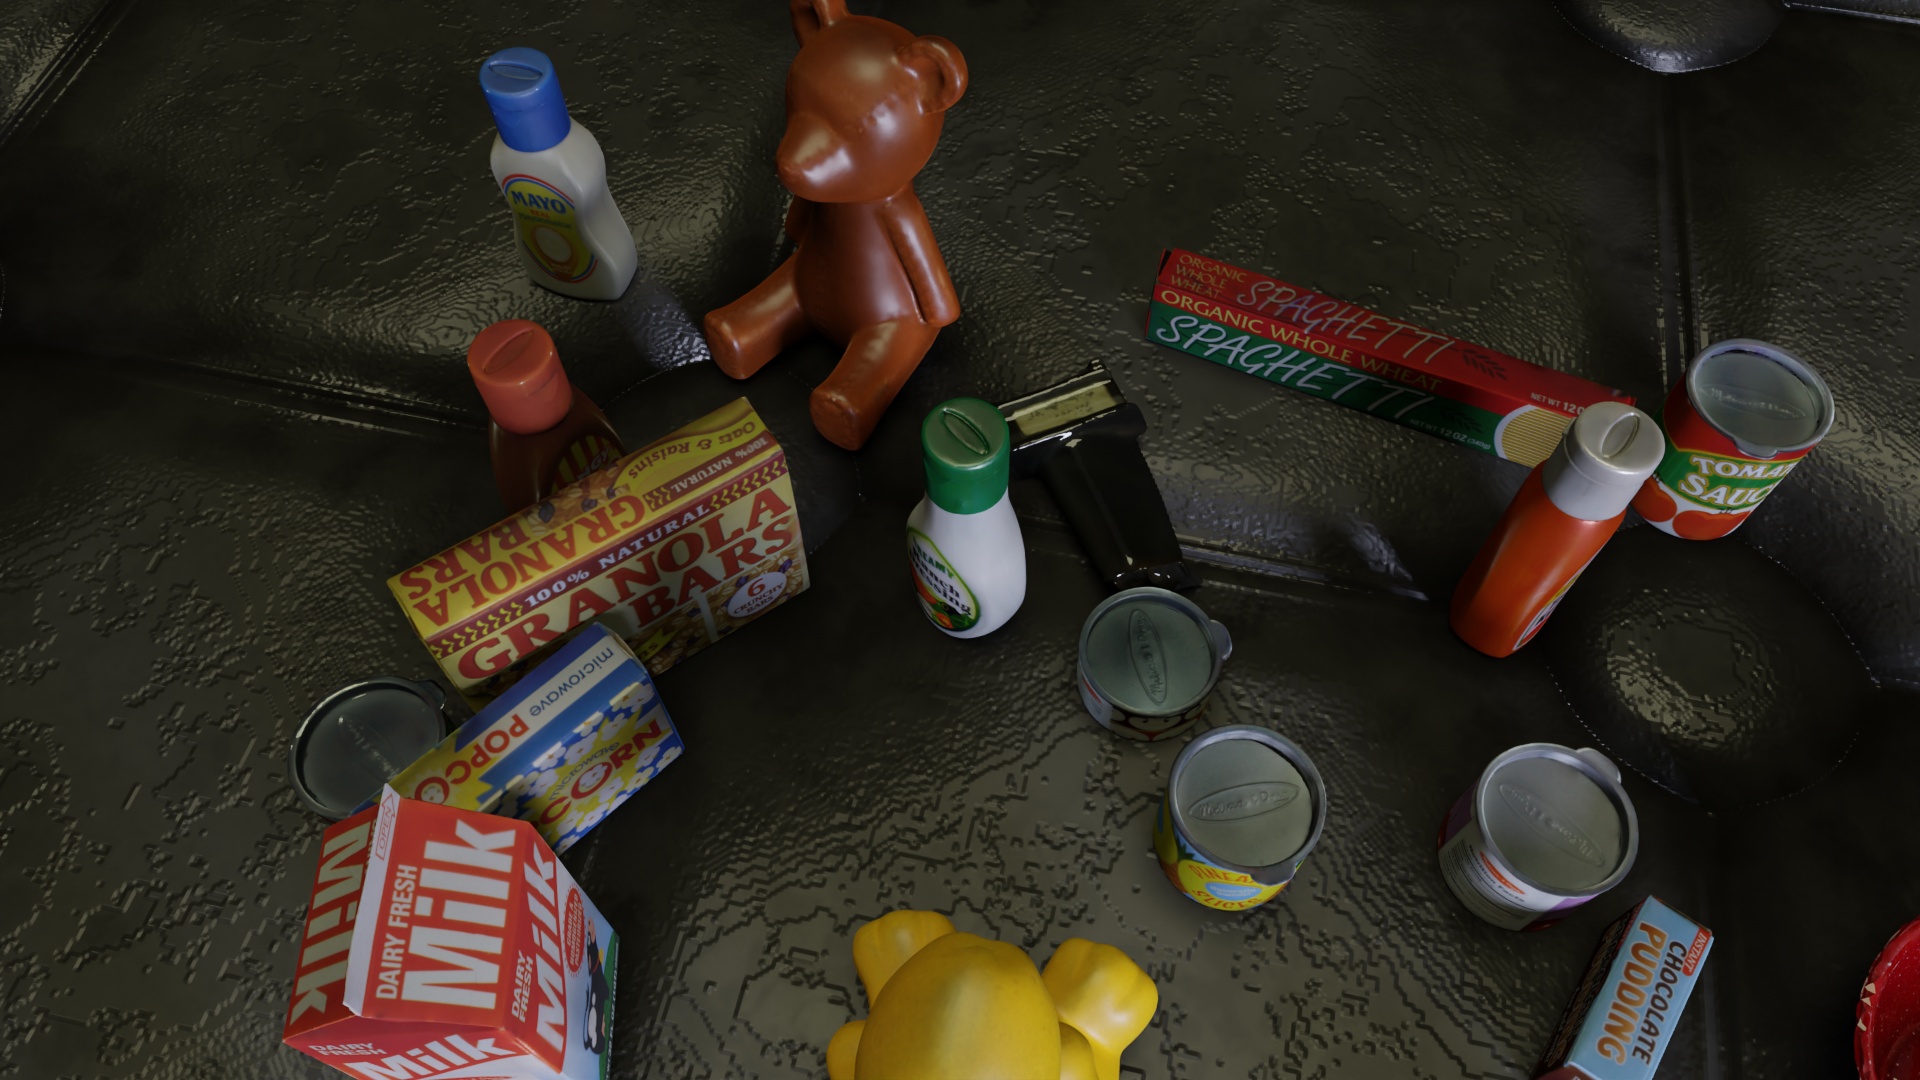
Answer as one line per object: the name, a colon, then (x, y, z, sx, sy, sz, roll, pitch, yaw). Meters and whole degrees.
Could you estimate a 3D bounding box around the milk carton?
milk carton: (-0.182, 0.155, 0.504, 0.073, 0.189, 0.072, -3, 59, -1)

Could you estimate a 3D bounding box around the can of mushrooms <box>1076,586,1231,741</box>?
can of mushrooms: (0.090, 0.058, 0.653, 0.071, 0.033, 0.071, 0, 59, 0)

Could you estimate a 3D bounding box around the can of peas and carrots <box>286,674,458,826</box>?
can of peas and carrots: (-0.250, 0.099, 0.614, 0.071, 0.058, 0.071, 0, 59, 0)

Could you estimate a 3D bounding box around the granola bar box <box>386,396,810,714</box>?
granola bar box: (-0.151, 0.020, 0.624, 0.166, 0.123, 0.039, -30, 64, -17)

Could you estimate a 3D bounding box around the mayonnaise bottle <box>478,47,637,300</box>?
mayonnaise bottle: (-0.216, -0.191, 0.737, 0.065, 0.147, 0.041, 14, 60, 8)

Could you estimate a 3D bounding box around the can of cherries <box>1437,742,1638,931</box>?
can of cherries: (0.248, 0.127, 0.596, 0.071, 0.058, 0.072, 0, 59, 0)

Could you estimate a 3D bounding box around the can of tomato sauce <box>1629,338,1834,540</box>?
can of tomato sauce: (0.375, -0.047, 0.686, 0.071, 0.082, 0.071, 0, 59, 0)

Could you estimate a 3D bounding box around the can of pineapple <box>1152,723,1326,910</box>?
can of pineapple: (0.119, 0.122, 0.600, 0.071, 0.057, 0.071, 0, 59, 0)

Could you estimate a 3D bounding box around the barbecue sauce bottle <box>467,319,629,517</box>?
barbecue sauce bottle: (-0.190, -0.043, 0.648, 0.044, 0.147, 0.065, 31, 64, 17)

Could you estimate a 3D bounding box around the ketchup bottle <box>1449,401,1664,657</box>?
ketchup bottle: (0.265, -0.005, 0.623, 0.043, 0.148, 0.065, 34, 65, 19)

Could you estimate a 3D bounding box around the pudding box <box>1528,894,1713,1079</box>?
pudding box: (0.268, 0.191, 0.563, 0.030, 0.049, 0.084, 32, 64, 18)

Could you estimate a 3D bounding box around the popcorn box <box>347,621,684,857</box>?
popcorn box: (-0.185, 0.103, 0.597, 0.127, 0.084, 0.038, -40, 67, -21)

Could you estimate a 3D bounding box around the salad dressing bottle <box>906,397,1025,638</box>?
salad dressing bottle: (0.002, -0.008, 0.626, 0.044, 0.147, 0.064, -36, 65, -19)

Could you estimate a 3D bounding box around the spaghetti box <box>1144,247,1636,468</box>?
spaghetti box: (0.218, -0.093, 0.733, 0.250, 0.050, 0.029, 21, 62, 12)
